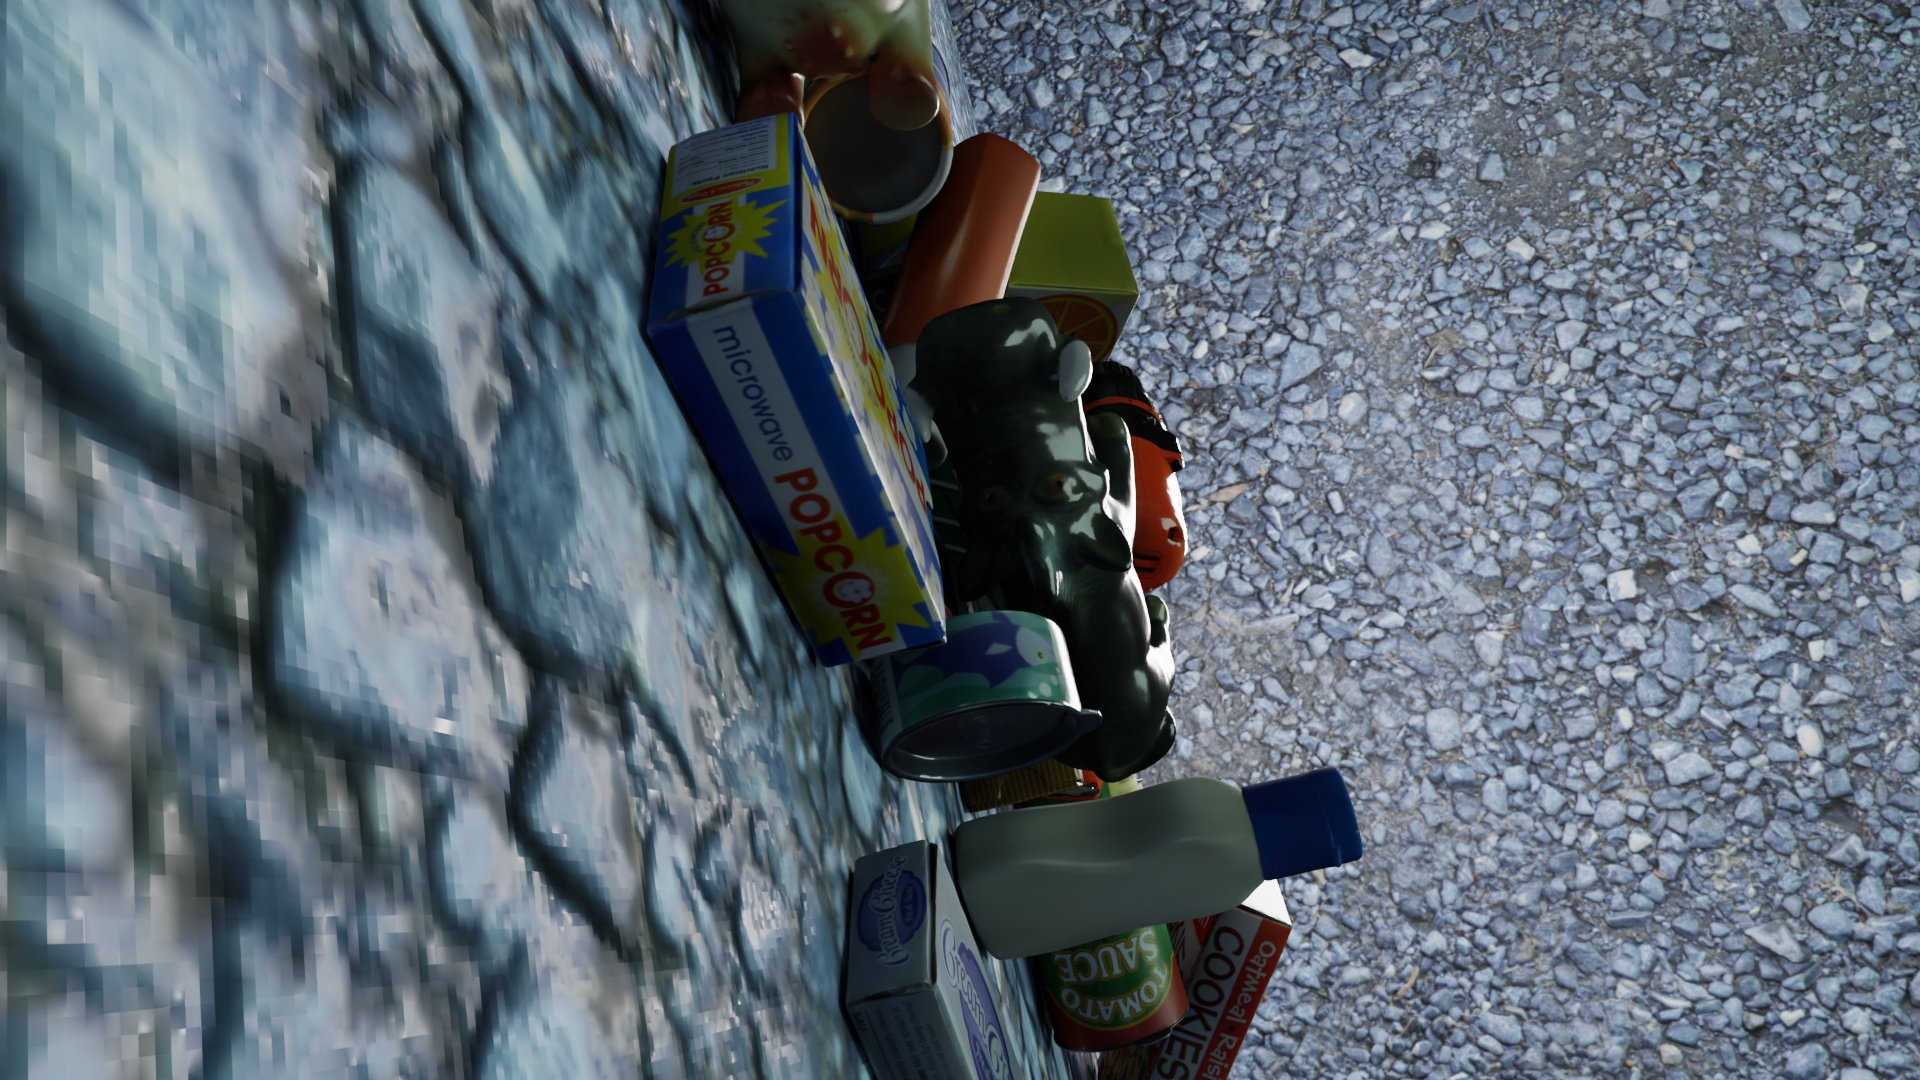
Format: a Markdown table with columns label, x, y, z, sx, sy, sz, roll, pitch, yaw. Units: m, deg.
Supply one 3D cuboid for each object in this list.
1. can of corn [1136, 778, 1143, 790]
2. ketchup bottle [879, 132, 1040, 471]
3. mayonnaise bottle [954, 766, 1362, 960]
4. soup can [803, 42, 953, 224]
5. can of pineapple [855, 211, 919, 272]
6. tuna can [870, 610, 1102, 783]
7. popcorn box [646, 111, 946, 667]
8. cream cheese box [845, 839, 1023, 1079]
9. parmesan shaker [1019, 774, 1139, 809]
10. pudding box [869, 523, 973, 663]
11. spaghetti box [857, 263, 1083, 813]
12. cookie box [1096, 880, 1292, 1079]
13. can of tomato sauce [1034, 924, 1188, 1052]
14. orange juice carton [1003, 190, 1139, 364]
| label | x | y | z | sx | sy | sz | roll | pitch | yaw |
| --- | --- | --- | --- | --- | --- | --- | --- | --- | --- |
| can of corn | 0.081 | 0.177 | 0.824 | 0.071 | 0.071 | 0.058 | 44 | 33 | -78 |
| ketchup bottle | -0.007 | -0.098 | 0.577 | 0.064 | 0.043 | 0.149 | -38 | -149 | 54 |
| mayonnaise bottle | 0.076 | 0.120 | 0.532 | 0.041 | 0.148 | 0.064 | -97 | 171 | -49 |
| soup can | -0.039 | -0.180 | 0.586 | 0.084 | 0.071 | 0.071 | -94 | 168 | -57 |
| can of pineapple | -0.016 | -0.148 | 0.681 | 0.070 | 0.071 | 0.058 | 65 | 12 | -58 |
| tuna can | 0.007 | 0.050 | 0.446 | 0.071 | 0.071 | 0.033 | 64 | 12 | -61 |
| popcorn box | -0.041 | -0.038 | 0.376 | 0.085 | 0.038 | 0.126 | -99 | 171 | -46 |
| cream cheese box | -0.003 | 0.138 | 0.371 | 0.053 | 0.024 | 0.103 | -92 | 166 | -63 |
| parmesan shaker | 0.069 | 0.161 | 0.756 | 0.071 | 0.071 | 0.103 | 22 | 55 | -82 |
| pudding box | -0.015 | 0.025 | 0.489 | 0.083 | 0.030 | 0.050 | 63 | 16 | -63 |
| spaghetti box | 0.002 | -0.008 | 0.618 | 0.028 | 0.050 | 0.250 | 59 | 18 | -75 |
| cookie box | 0.119 | 0.245 | 0.741 | 0.123 | 0.040 | 0.167 | -59 | 170 | -80 |
| can of tomato sauce | 0.066 | 0.190 | 0.660 | 0.071 | 0.071 | 0.083 | -22 | 97 | -84 |
| orange juice carton | 0.029 | -0.100 | 0.778 | 0.191 | 0.073 | 0.072 | 113 | -28 | -53 |
